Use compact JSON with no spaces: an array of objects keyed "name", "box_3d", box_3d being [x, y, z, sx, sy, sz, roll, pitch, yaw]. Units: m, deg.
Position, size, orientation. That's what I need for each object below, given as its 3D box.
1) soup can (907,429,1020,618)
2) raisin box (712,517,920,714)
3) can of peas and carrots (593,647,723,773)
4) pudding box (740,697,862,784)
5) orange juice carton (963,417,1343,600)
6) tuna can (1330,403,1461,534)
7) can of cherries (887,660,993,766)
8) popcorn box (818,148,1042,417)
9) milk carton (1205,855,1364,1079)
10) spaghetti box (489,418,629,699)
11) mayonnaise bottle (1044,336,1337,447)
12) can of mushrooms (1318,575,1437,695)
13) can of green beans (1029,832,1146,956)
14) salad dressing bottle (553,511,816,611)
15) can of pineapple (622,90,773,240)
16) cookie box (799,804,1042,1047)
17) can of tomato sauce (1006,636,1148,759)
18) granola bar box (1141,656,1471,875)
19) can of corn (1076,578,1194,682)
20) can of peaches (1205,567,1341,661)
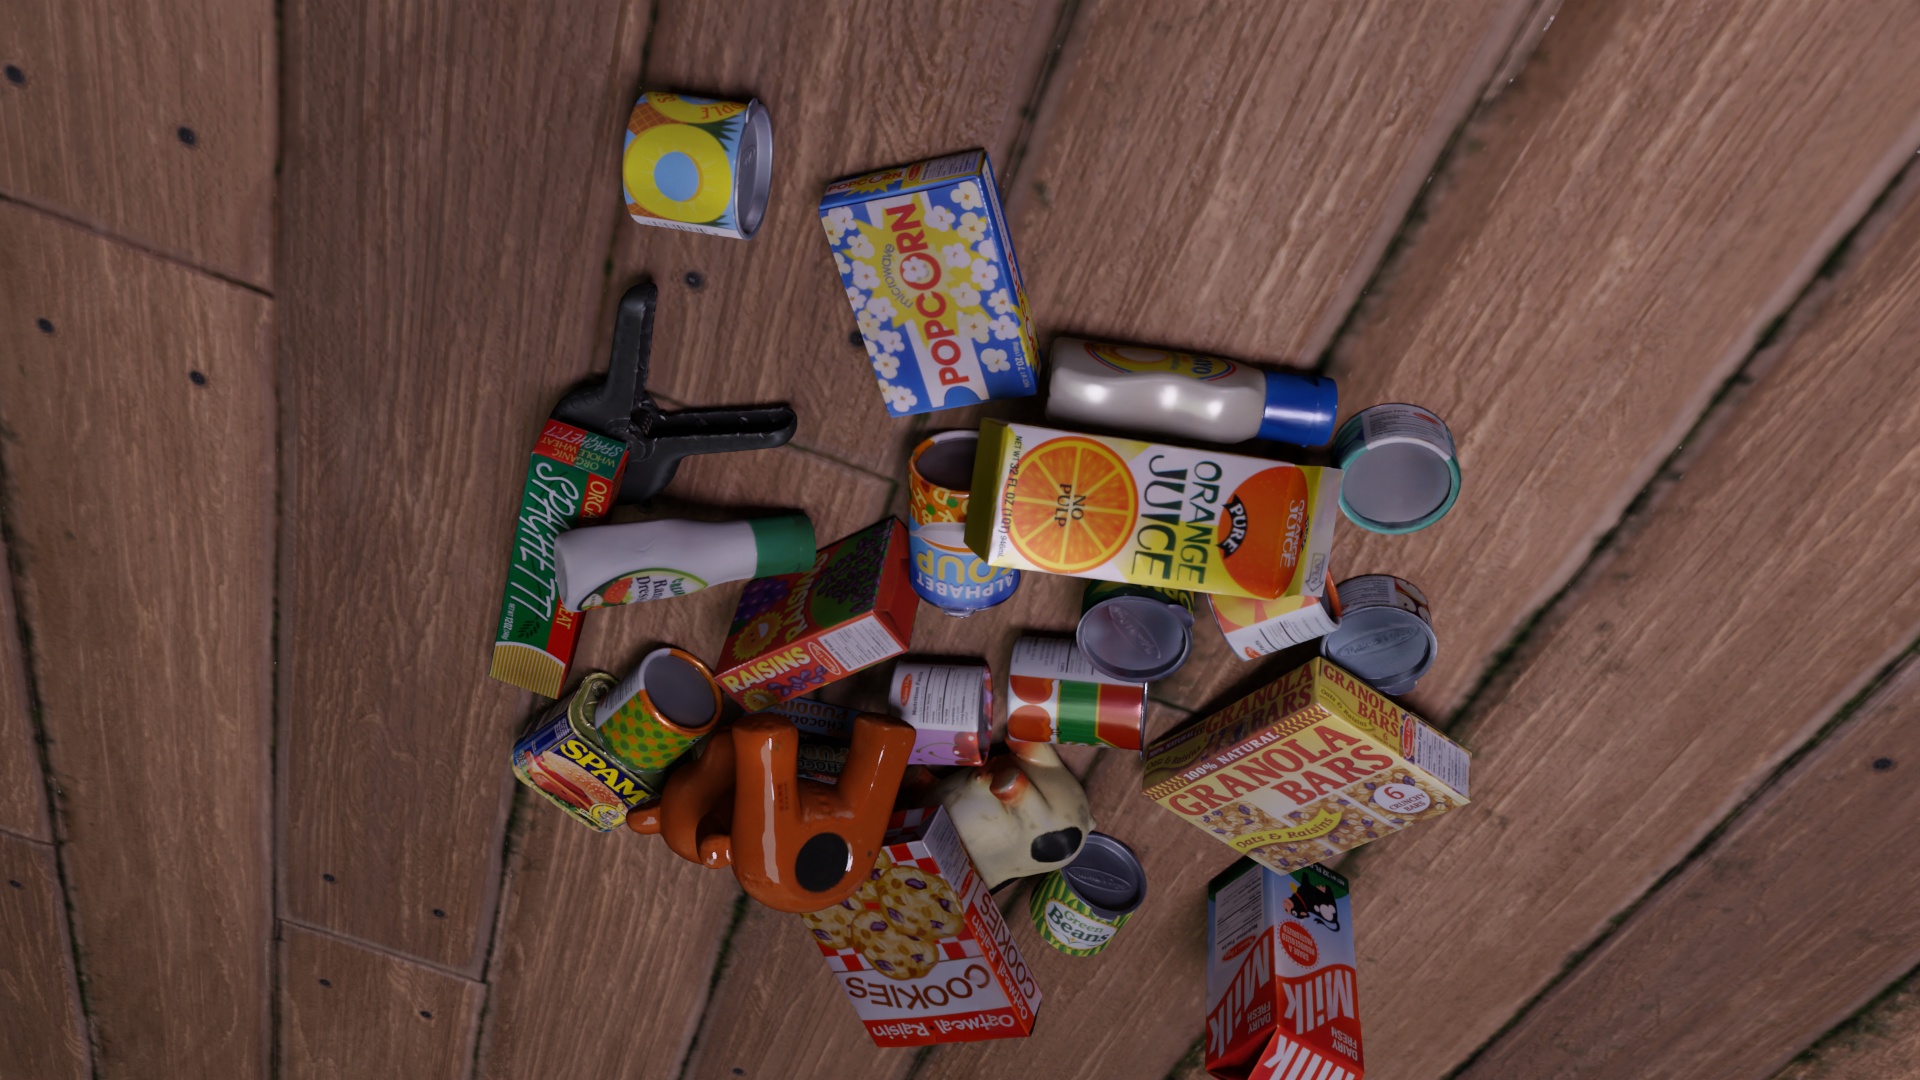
[{"name":"soup can","box_3d":[0.003,-0.010,0.792,0.071,0.072,0.083,6,128,7]},{"name":"raisin box","box_3d":[-0.084,0.046,0.842,0.123,0.086,0.040,-23,124,26]},{"name":"can of peas and carrots","box_3d":[-0.200,0.115,0.931,0.071,0.071,0.058,38,124,-18]},{"name":"pudding box","box_3d":[-0.109,0.135,0.952,0.084,0.030,0.049,13,129,1]},{"name":"orange juice carton","box_3d":[0.105,-0.015,0.722,0.193,0.073,0.071,7,97,-9]},{"name":"tuna can","box_3d":[0.234,-0.036,0.752,0.071,0.033,0.070,5,127,7]},{"name":"can of cherries","box_3d":[-0.012,0.112,0.894,0.058,0.072,0.071,1,127,9]},{"name":"popcorn box","box_3d":[-0.013,-0.132,0.723,0.085,0.038,0.126,-8,125,15]},{"name":"milk carton","box_3d":[0.211,0.301,0.913,0.072,0.191,0.073,32,127,-13]},{"name":"spaghetti box","box_3d":[-0.254,0.019,0.865,0.050,0.029,0.248,20,138,-9]},{"name":"mayonnaise bottle","box_3d":[0.119,-0.076,0.727,0.148,0.065,0.041,7,116,0]},{"name":"can of mushrooms","box_3d":[0.246,0.056,0.820,0.071,0.034,0.070,5,127,7]},{"name":"can of green beans","box_3d":[0.089,0.249,0.977,0.071,0.071,0.057,22,128,-6]},{"name":"salad dressing bottle","box_3d":[-0.160,0.009,0.815,0.148,0.044,0.064,-8,159,-24]},{"name":"can of pineapple","box_3d":[-0.128,-0.187,0.686,0.058,0.071,0.070,9,128,4]},{"name":"cookie box","box_3d":[-0.035,0.262,0.926,0.123,0.040,0.167,-15,111,28]},{"name":"can of tomato sauce","box_3d":[0.074,0.096,0.862,0.083,0.071,0.070,3,128,9]},{"name":"granola bar box","box_3d":[0.212,0.145,0.868,0.124,0.039,0.164,32,140,-15]},{"name":"can of corn","box_3d":[0.106,0.039,0.818,0.071,0.058,0.070,5,128,7]},{"name":"can of peaches","box_3d":[0.177,0.027,0.792,0.058,0.071,0.071,-22,120,25]}]
